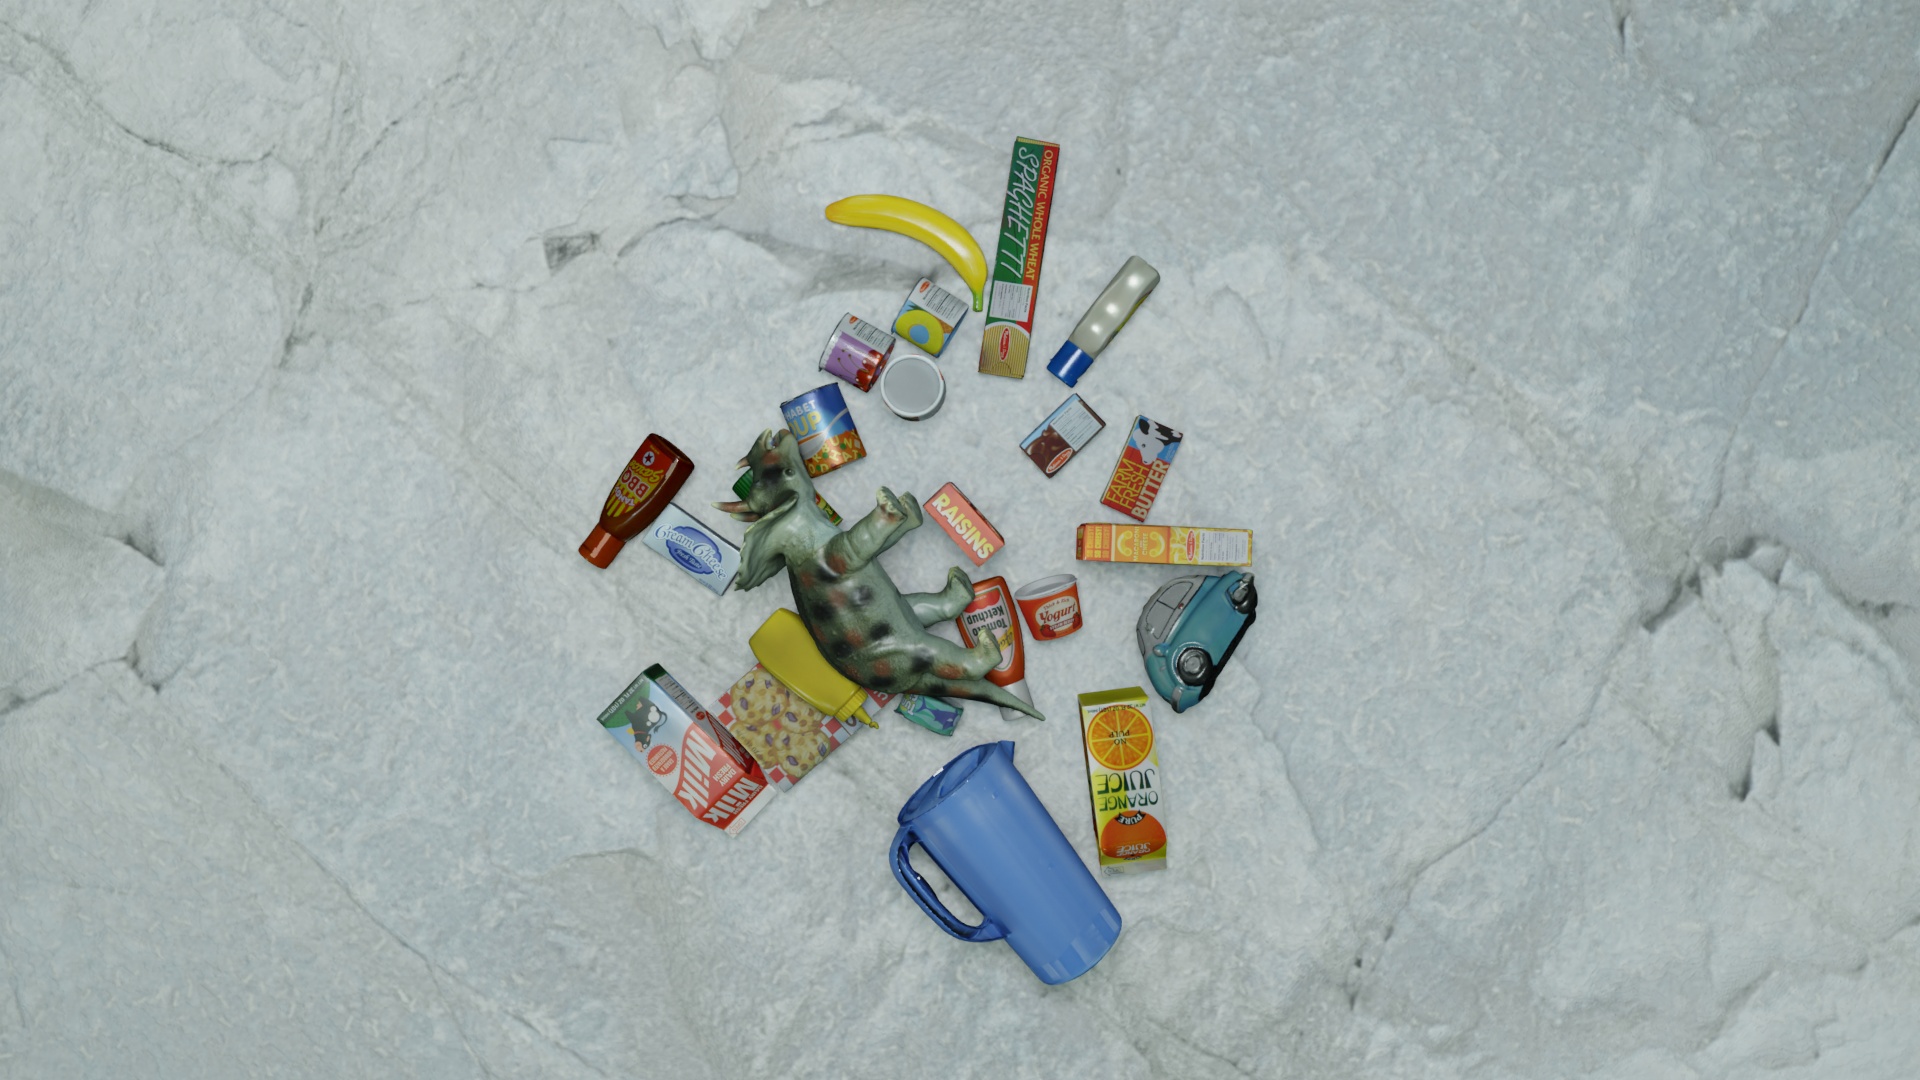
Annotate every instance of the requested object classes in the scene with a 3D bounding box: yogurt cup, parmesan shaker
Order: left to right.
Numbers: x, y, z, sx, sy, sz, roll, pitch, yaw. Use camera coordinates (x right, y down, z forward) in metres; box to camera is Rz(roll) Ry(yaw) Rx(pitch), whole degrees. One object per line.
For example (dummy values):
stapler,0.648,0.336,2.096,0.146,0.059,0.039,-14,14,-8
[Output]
parmesan shaker,-0.183,-0.037,1.457,0.071,0.071,0.103,-43,91,2
yogurt cup,0.096,0.071,1.461,0.072,0.072,0.054,-17,100,2

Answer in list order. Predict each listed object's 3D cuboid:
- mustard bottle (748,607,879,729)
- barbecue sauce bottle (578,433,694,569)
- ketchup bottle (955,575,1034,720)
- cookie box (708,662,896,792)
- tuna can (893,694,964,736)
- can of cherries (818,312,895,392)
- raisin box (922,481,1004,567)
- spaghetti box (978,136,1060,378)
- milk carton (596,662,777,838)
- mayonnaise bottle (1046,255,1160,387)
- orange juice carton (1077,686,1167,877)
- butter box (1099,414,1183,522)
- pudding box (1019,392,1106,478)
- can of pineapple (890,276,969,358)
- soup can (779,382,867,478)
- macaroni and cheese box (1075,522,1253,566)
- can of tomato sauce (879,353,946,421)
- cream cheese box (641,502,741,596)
mustard bottle,-0.145,0.141,1.431,0.160,0.049,0.065,44,91,0
barbecue sauce bottle,-0.346,-0.038,1.469,0.065,0.043,0.148,39,94,32
ketchup bottle,0.039,0.115,1.472,0.065,0.043,0.148,-19,92,1
cookie box,-0.162,0.166,1.479,0.167,0.040,0.123,-41,90,3
tuna can,-0.034,0.177,1.463,0.071,0.071,0.033,25,91,0
can of cherries,-0.109,-0.194,1.455,0.058,0.071,0.071,28,92,-1
raisin box,0.005,-0.018,1.428,0.040,0.123,0.086,-42,91,3
spaghetti box,0.062,-0.296,1.466,0.050,0.029,0.249,9,92,1
milk carton,-0.284,0.224,1.465,0.190,0.073,0.072,44,92,-1
mayonnaise bottle,0.149,-0.228,1.452,0.041,0.065,0.148,38,96,2
orange juice carton,0.171,0.256,1.460,0.072,0.073,0.192,-7,92,1
butter box,0.192,-0.076,1.473,0.053,0.024,0.103,23,92,1
pudding box,0.107,-0.111,1.471,0.083,0.030,0.049,-44,92,2
can of pineapple,-0.032,-0.231,1.452,0.058,0.071,0.071,32,92,0
soup can,-0.145,-0.114,1.454,0.071,0.071,0.083,-23,92,2
macaroni and cheese box,0.205,0.004,1.426,0.166,0.123,0.040,2,90,1
can of tomato sauce,-0.051,-0.159,1.445,0.071,0.083,0.071,0,92,1
cream cheese box,-0.283,0.009,1.483,0.104,0.024,0.053,34,91,0
